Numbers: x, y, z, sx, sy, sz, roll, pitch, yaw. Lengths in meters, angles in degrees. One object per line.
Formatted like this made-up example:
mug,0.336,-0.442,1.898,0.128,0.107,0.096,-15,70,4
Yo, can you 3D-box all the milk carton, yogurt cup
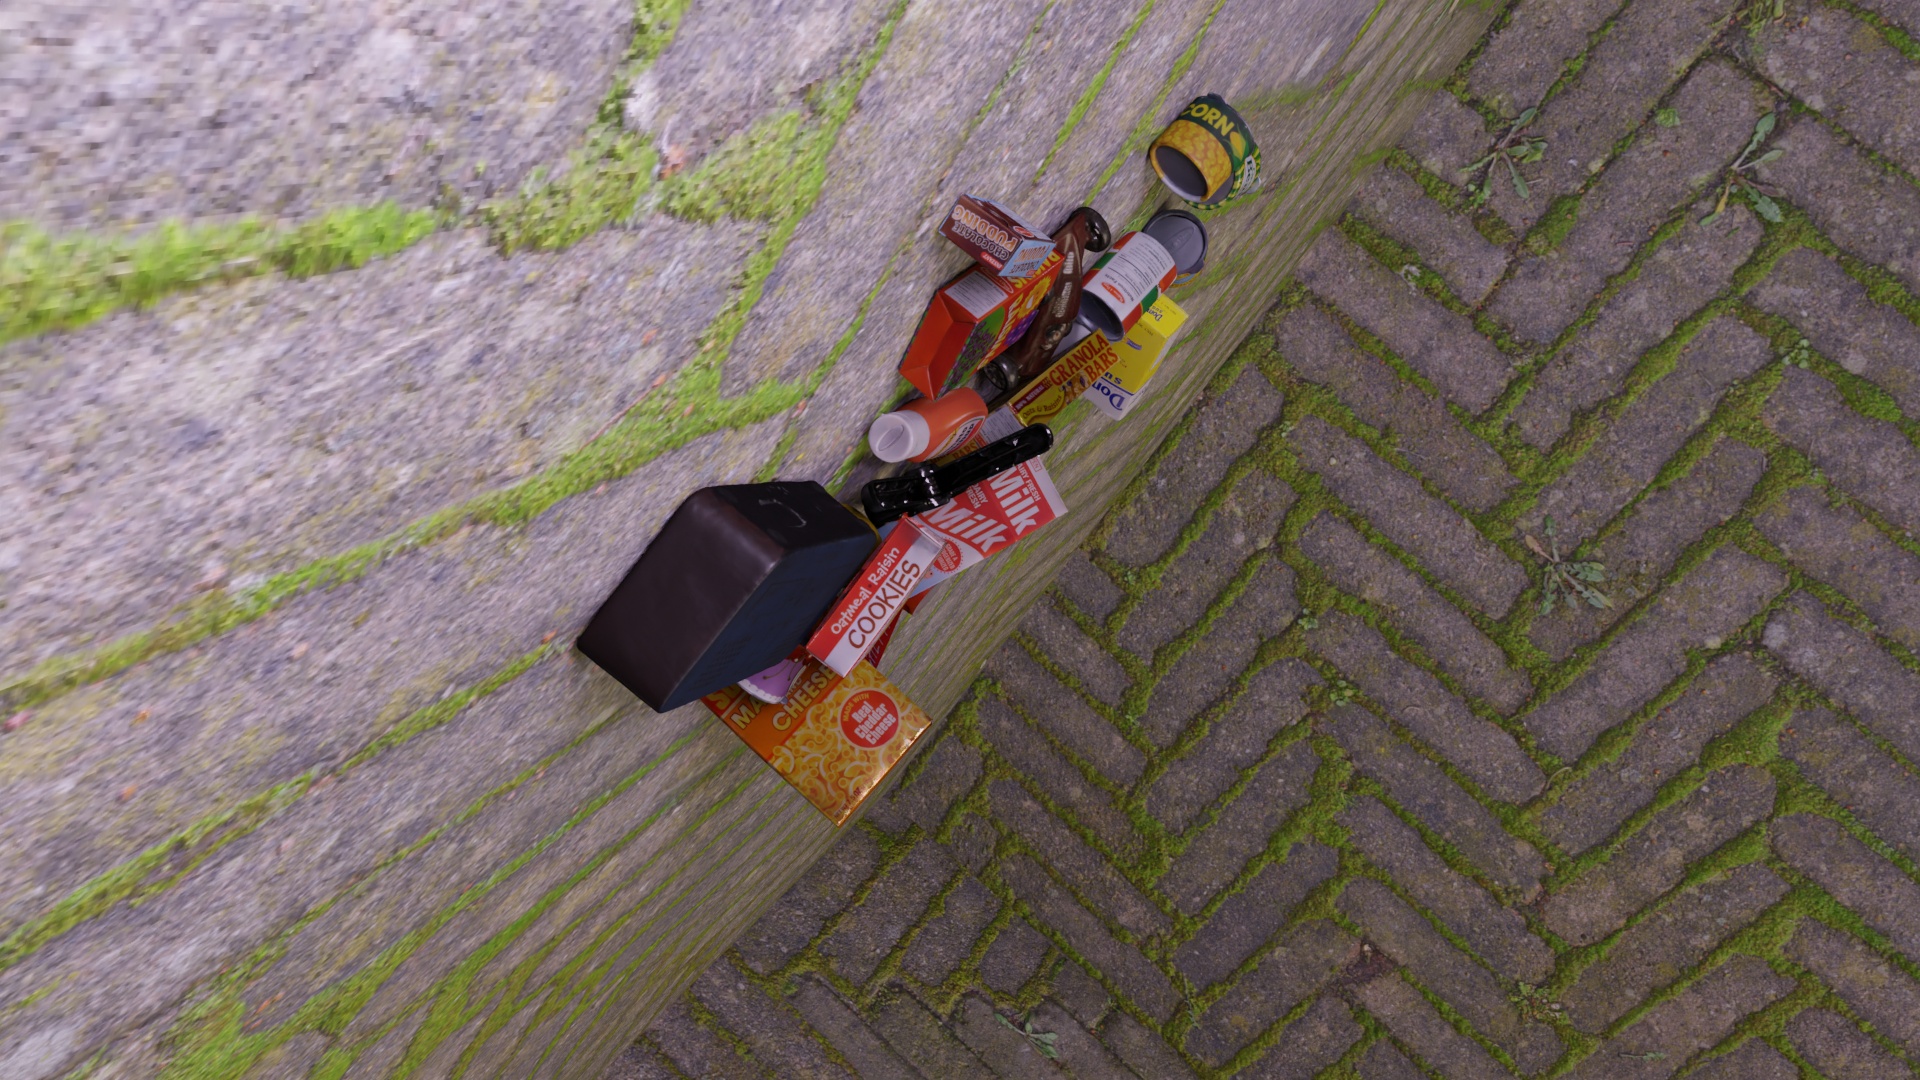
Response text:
milk carton,0.005,-0.016,1.273,0.190,0.072,0.074,-28,-178,27
yogurt cup,-0.055,0.045,1.523,0.072,0.054,0.072,-49,172,-9

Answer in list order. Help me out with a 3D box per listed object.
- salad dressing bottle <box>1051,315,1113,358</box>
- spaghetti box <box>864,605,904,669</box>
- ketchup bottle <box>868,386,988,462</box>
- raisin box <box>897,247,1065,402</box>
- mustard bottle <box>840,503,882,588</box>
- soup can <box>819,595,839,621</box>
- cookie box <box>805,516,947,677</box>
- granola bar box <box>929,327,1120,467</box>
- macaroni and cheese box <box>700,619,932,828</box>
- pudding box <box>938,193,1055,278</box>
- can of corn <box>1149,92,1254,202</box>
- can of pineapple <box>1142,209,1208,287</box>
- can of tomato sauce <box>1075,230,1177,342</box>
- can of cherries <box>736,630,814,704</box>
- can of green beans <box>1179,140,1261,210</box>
salad dressing bottle,0.097,-0.167,1.379,0.147,0.044,0.064,-49,-154,41
spaghetti box,-0.098,0.107,1.383,0.050,0.028,0.251,-39,-163,34
ketchup bottle,-0.028,-0.088,1.095,0.064,0.043,0.149,-43,174,21
raisin box,0.017,-0.164,1.006,0.124,0.040,0.085,-43,169,-43
mustard bottle,-0.096,0.010,1.161,0.065,0.049,0.160,-48,173,-3
soup can,-0.129,0.097,1.308,0.084,0.071,0.071,-49,172,-6
cookie box,-0.063,0.040,1.097,0.123,0.040,0.167,-54,179,1
granola bar box,0.058,-0.123,1.277,0.123,0.039,0.166,-28,-170,46
macaroni and cheese box,-0.127,0.150,1.219,0.124,0.166,0.040,-47,172,-14
pudding box,0.024,-0.192,0.880,0.030,0.050,0.084,-54,171,18
can of corn,0.199,-0.326,1.152,0.058,0.071,0.071,-48,171,-12
can of pineapple,0.213,-0.287,1.381,0.071,0.071,0.058,-50,172,3
can of tomato sauce,0.150,-0.237,1.294,0.083,0.071,0.071,-48,172,-15
can of cherries,-0.155,0.093,1.147,0.058,0.071,0.071,-52,172,8
can of green beans,0.233,-0.339,1.264,0.058,0.071,0.071,-39,167,-50
